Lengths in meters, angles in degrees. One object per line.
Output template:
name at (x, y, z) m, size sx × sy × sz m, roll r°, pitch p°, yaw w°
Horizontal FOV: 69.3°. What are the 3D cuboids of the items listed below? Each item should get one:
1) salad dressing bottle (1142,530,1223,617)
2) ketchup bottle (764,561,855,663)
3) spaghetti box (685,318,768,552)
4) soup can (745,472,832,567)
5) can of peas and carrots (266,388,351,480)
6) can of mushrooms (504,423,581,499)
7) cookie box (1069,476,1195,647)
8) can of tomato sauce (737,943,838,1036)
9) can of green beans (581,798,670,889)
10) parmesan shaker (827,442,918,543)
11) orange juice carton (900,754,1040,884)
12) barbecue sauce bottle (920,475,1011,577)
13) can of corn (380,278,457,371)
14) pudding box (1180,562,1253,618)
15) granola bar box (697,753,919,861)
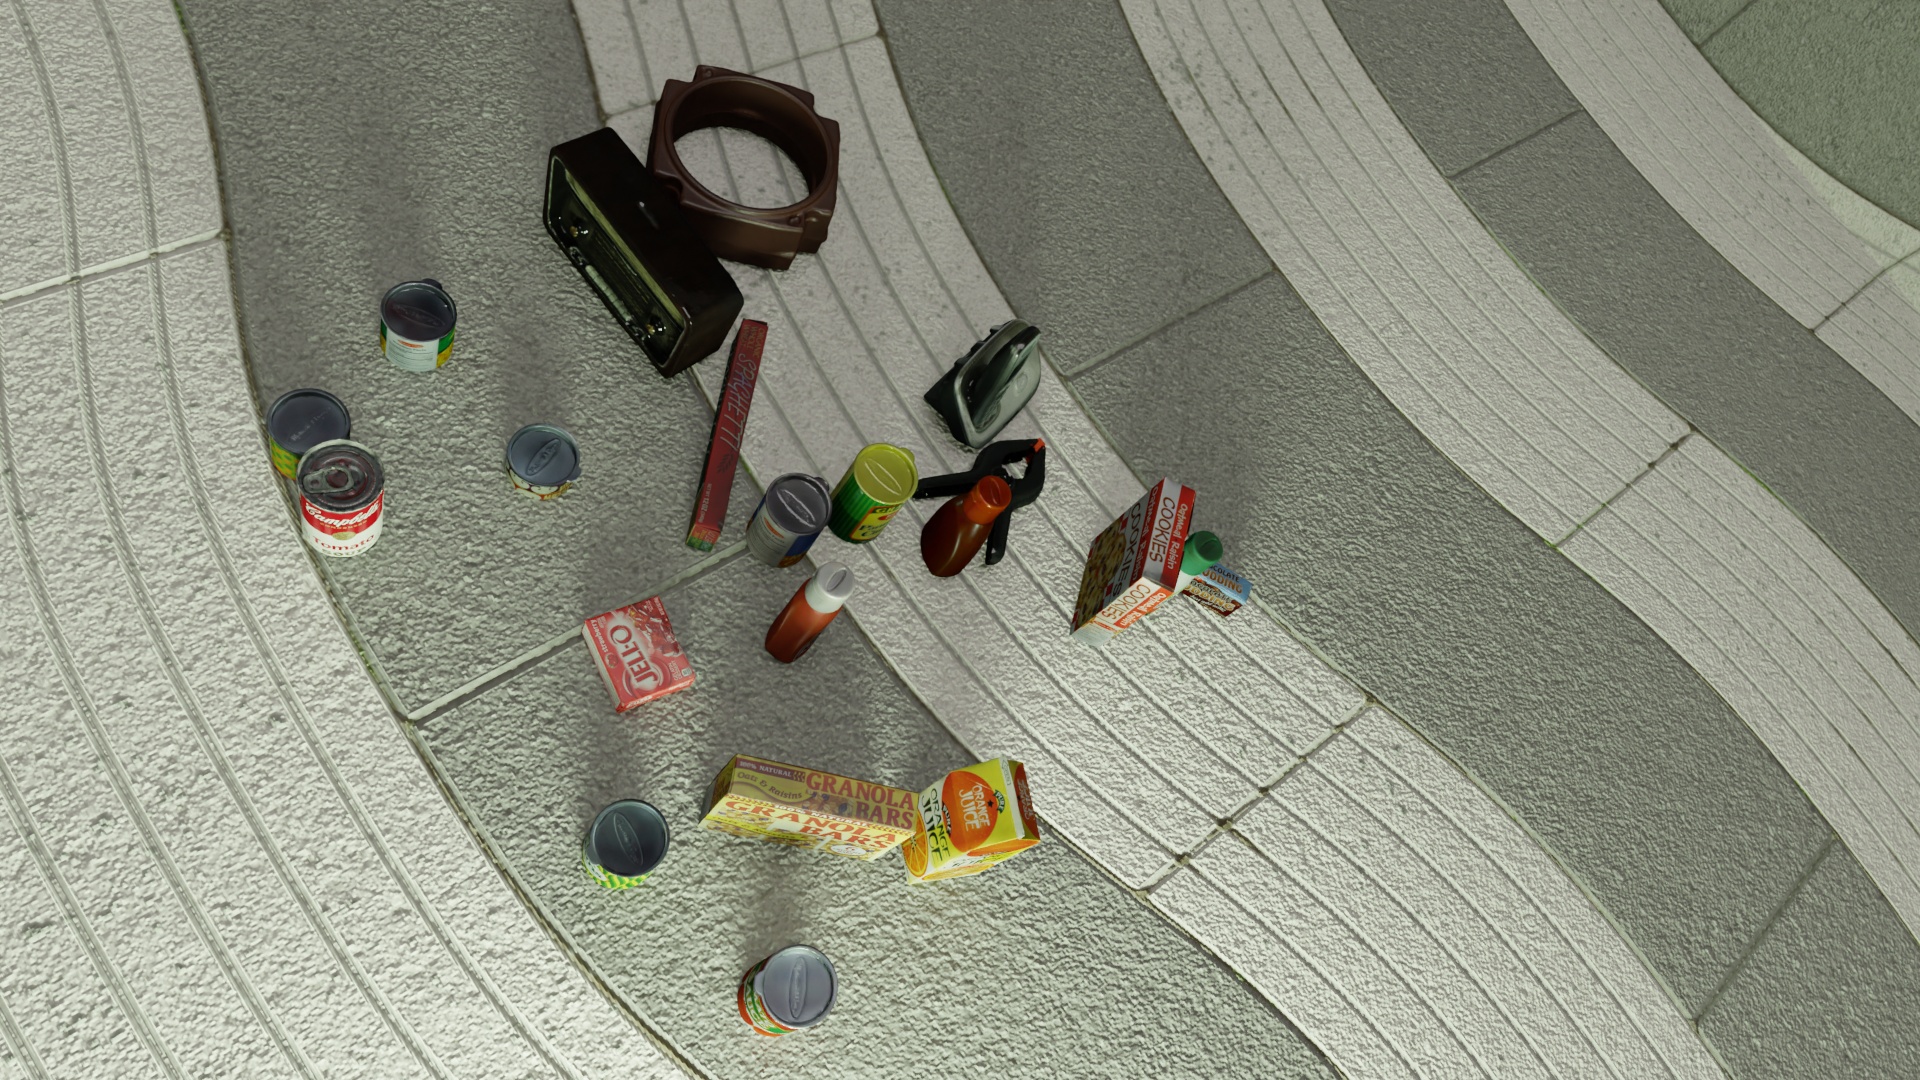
salad dressing bottle at (0.222, 0.034, 1.458) m, size 0.064 × 0.147 × 0.044 m, roll -32°, pitch 82°, yaw -32°
ketchup bottle at (-0.137, 0.063, 1.286) m, size 0.043 × 0.148 × 0.065 m, roll 38°, pitch 57°, yaw -3°
spaghetti box at (-0.232, -0.109, 1.386) m, size 0.029 × 0.050 × 0.251 m, roll 16°, pitch 61°, yaw -16°
soup can at (-0.166, -0.020, 1.352) m, size 0.071 × 0.083 × 0.071 m, roll 10°, pitch 63°, yaw -19°
can of peas and carrots at (-0.571, -0.090, 1.224) m, size 0.071 × 0.058 × 0.071 m, roll 10°, pitch 63°, yaw -19°
can of mushrooms at (-0.392, -0.073, 1.308) m, size 0.071 × 0.033 × 0.071 m, roll 10°, pitch 63°, yaw -19°
cookie box at (0.177, 0.025, 1.431) m, size 0.040 × 0.166 × 0.123 m, roll 24°, pitch 59°, yaw -12°
can of tomato sauce at (-0.149, 0.380, 1.168) m, size 0.071 × 0.082 × 0.071 m, roll 10°, pitch 63°, yaw -19°
can of green beans at (-0.285, 0.259, 1.181) m, size 0.071 × 0.057 × 0.071 m, roll 10°, pitch 63°, yaw -19°
parmesan shaker at (-0.089, -0.047, 1.387) m, size 0.071 × 0.102 × 0.071 m, roll 10°, pitch 63°, yaw -19°
orange juice carton at (0.011, 0.249, 1.236) m, size 0.073 × 0.191 × 0.072 m, roll -3°, pitch 68°, yaw -25°
barbecue sauce bottle at (0.005, -0.017, 1.387) m, size 0.044 × 0.148 × 0.065 m, roll -2°, pitch 68°, yaw -25°
can of corn at (-0.509, -0.202, 1.305) m, size 0.071 × 0.058 × 0.071 m, roll 10°, pitch 63°, yaw -19°
pudding box at (0.274, 0.047, 1.533) m, size 0.084 × 0.049 × 0.030 m, roll 31°, pitch 58°, yaw -8°
granola bar box at (-0.134, 0.236, 1.219) m, size 0.166 × 0.123 × 0.039 m, roll 15°, pitch 61°, yaw -16°
